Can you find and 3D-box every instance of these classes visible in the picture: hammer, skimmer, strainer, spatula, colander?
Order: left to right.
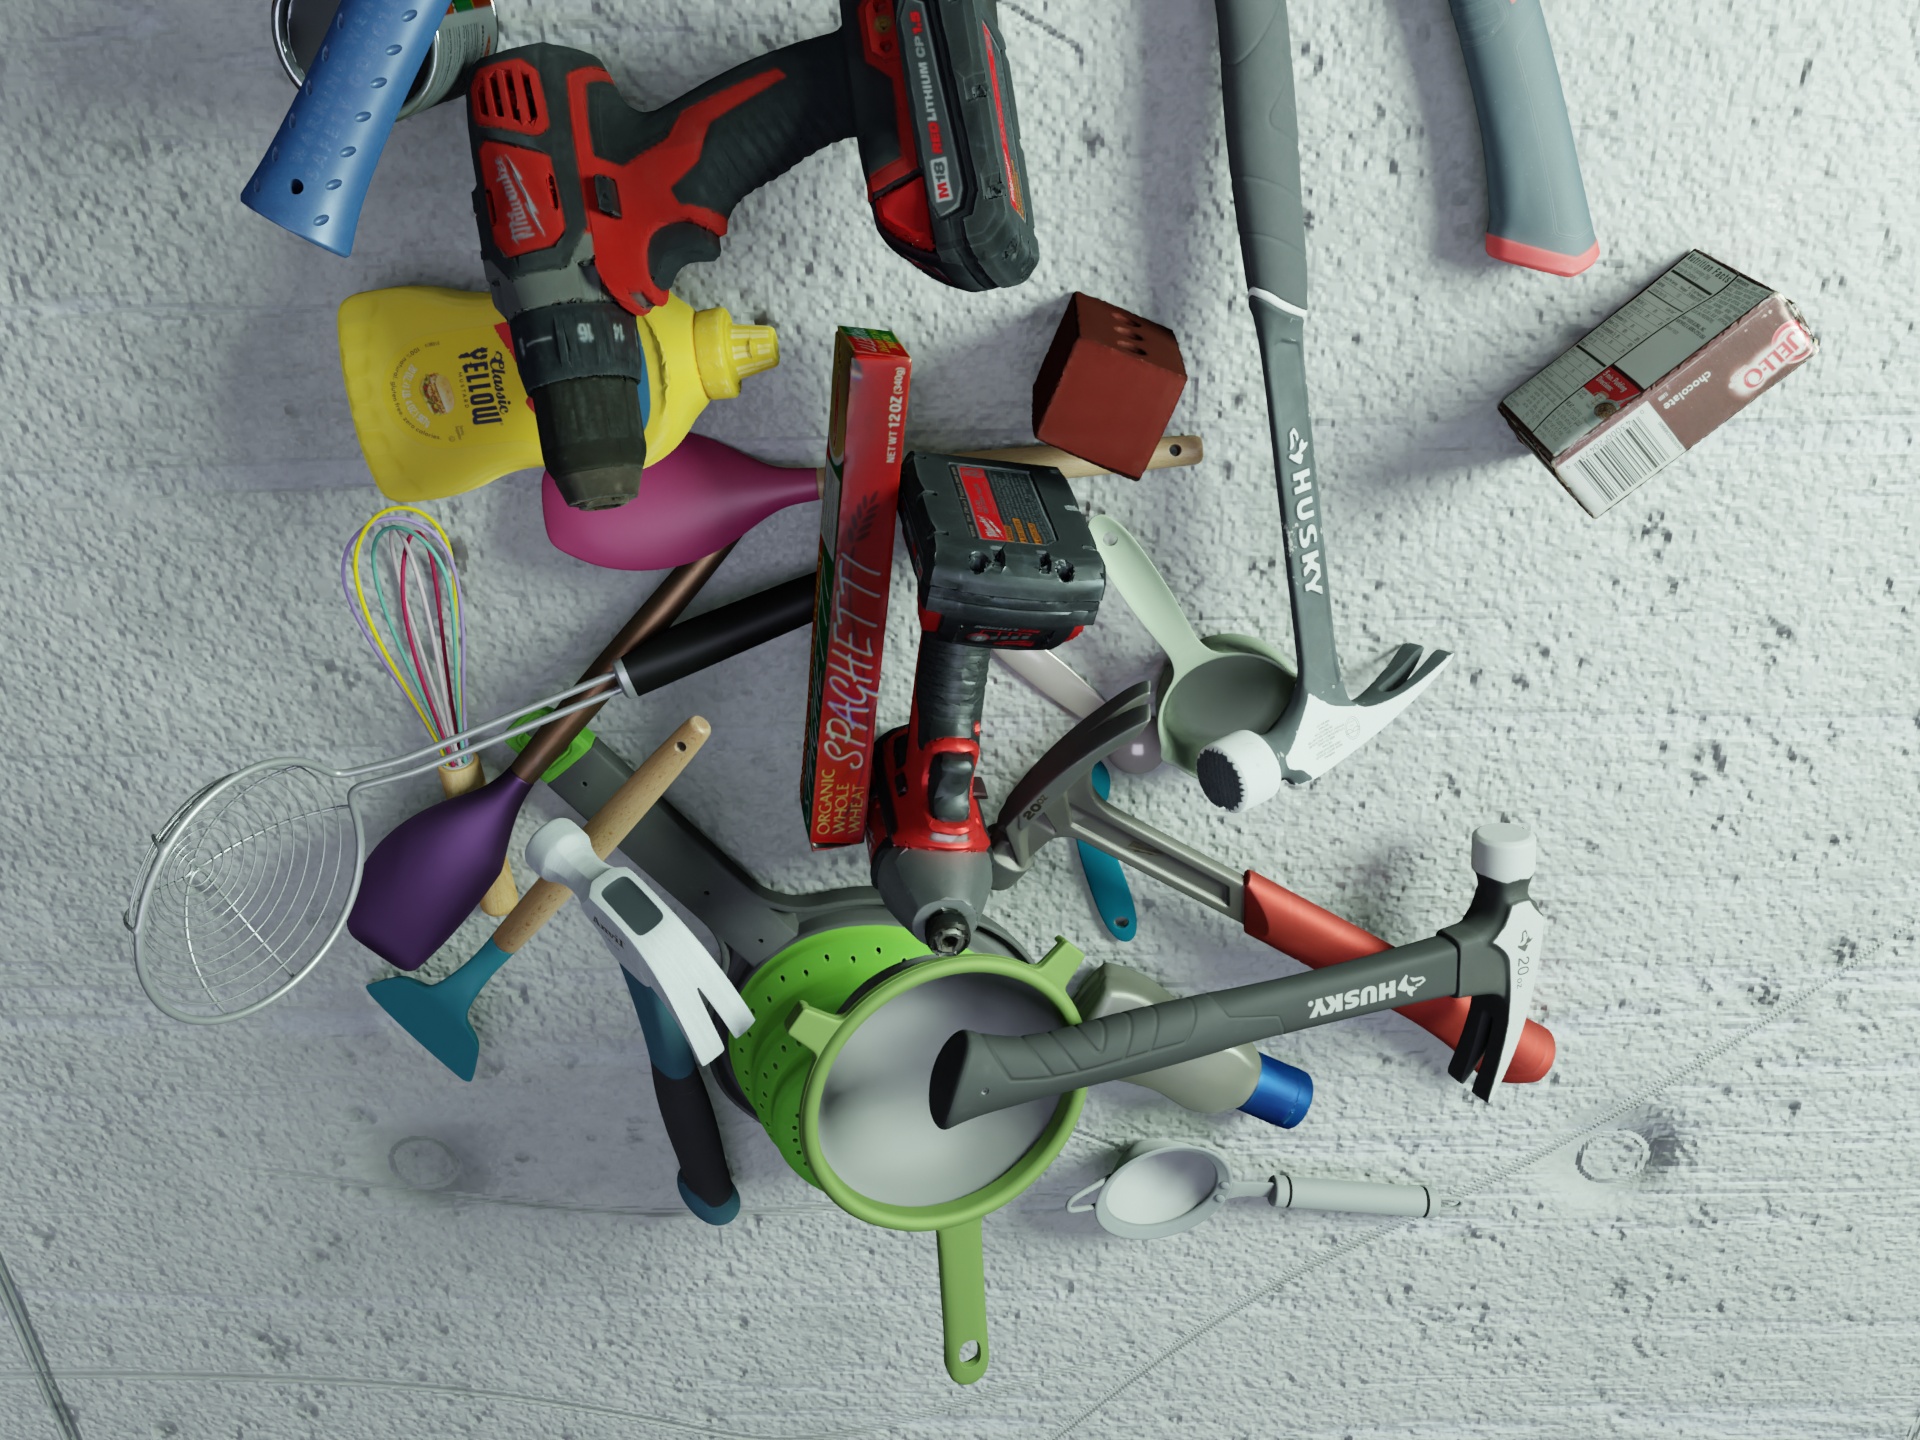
[{"bbox_3d":[-0.158,-0.362,0.569,0.144,0.035,0.405,28,97,-11],"label":"hammer"},{"bbox_3d":[-0.207,0.024,0.751,0.363,0.090,0.127,-24,143,-8],"label":"skimmer"},{"bbox_3d":[-0.224,0.096,0.846,0.082,0.044,0.317,44,116,-4],"label":"spatula"},{"bbox_3d":[-0.210,0.007,0.811,0.059,0.018,0.316,40,102,-14],"label":"spatula"},{"bbox_3d":[-0.155,0.189,0.861,0.128,0.033,0.330,36,148,27],"label":"hammer"},{"bbox_3d":[-0.100,0.147,0.868,0.204,0.095,0.396,-37,112,18],"label":"colander"},{"bbox_3d":[-0.012,0.222,0.817,0.151,0.069,0.256,-12,113,-19],"label":"strainer"},{"bbox_3d":[0.144,0.151,0.794,0.334,0.035,0.146,-10,109,-18],"label":"hammer"},{"bbox_3d":[0.186,0.286,0.972,0.258,0.050,0.086,7,124,-10],"label":"strainer"},{"bbox_3d":[0.148,-0.167,0.709,0.149,0.036,0.408,-22,114,-28],"label":"hammer"},{"bbox_3d":[0.189,0.107,0.855,0.358,0.037,0.149,28,130,-19],"label":"hammer"},{"bbox_3d":[0.205,-0.363,0.625,0.143,0.038,0.386,-22,116,10],"label":"hammer"}]

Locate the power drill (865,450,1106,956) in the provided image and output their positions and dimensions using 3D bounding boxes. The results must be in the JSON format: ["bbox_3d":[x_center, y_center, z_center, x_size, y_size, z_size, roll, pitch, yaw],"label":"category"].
[{"bbox_3d":[-0.001,-0.002,0.749,0.078,0.143,0.219,4,124,-13],"label":"power drill"}]

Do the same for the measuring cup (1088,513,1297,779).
[{"bbox_3d":[0.112,-0.042,0.799,0.083,0.038,0.167,-31,111,16],"label":"measuring cup"}]

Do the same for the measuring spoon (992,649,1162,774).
[{"bbox_3d":[0.059,-0.011,0.825,0.124,0.018,0.034,37,113,-17],"label":"measuring spoon"}]

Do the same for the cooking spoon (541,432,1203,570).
[{"bbox_3d":[-0.043,-0.116,0.764,0.319,0.017,0.069,-5,94,0],"label":"cooking spoon"}]

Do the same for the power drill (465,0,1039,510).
[{"bbox_3d":[-0.087,-0.193,0.644,0.227,0.080,0.188,-9,91,13],"label":"power drill"}]

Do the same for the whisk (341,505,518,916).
[{"bbox_3d":[-0.263,0.002,0.826,0.051,0.047,0.244,3,123,13],"label":"whisk"}]

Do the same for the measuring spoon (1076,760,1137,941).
[{"bbox_3d":[0.074,0.075,0.868,0.042,0.021,0.128,-17,116,10],"label":"measuring spoon"}]

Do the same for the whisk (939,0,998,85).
[{"bbox_3d":[-0.005,-0.360,0.628,0.055,0.055,0.238,-4,123,3],"label":"whisk"}]
